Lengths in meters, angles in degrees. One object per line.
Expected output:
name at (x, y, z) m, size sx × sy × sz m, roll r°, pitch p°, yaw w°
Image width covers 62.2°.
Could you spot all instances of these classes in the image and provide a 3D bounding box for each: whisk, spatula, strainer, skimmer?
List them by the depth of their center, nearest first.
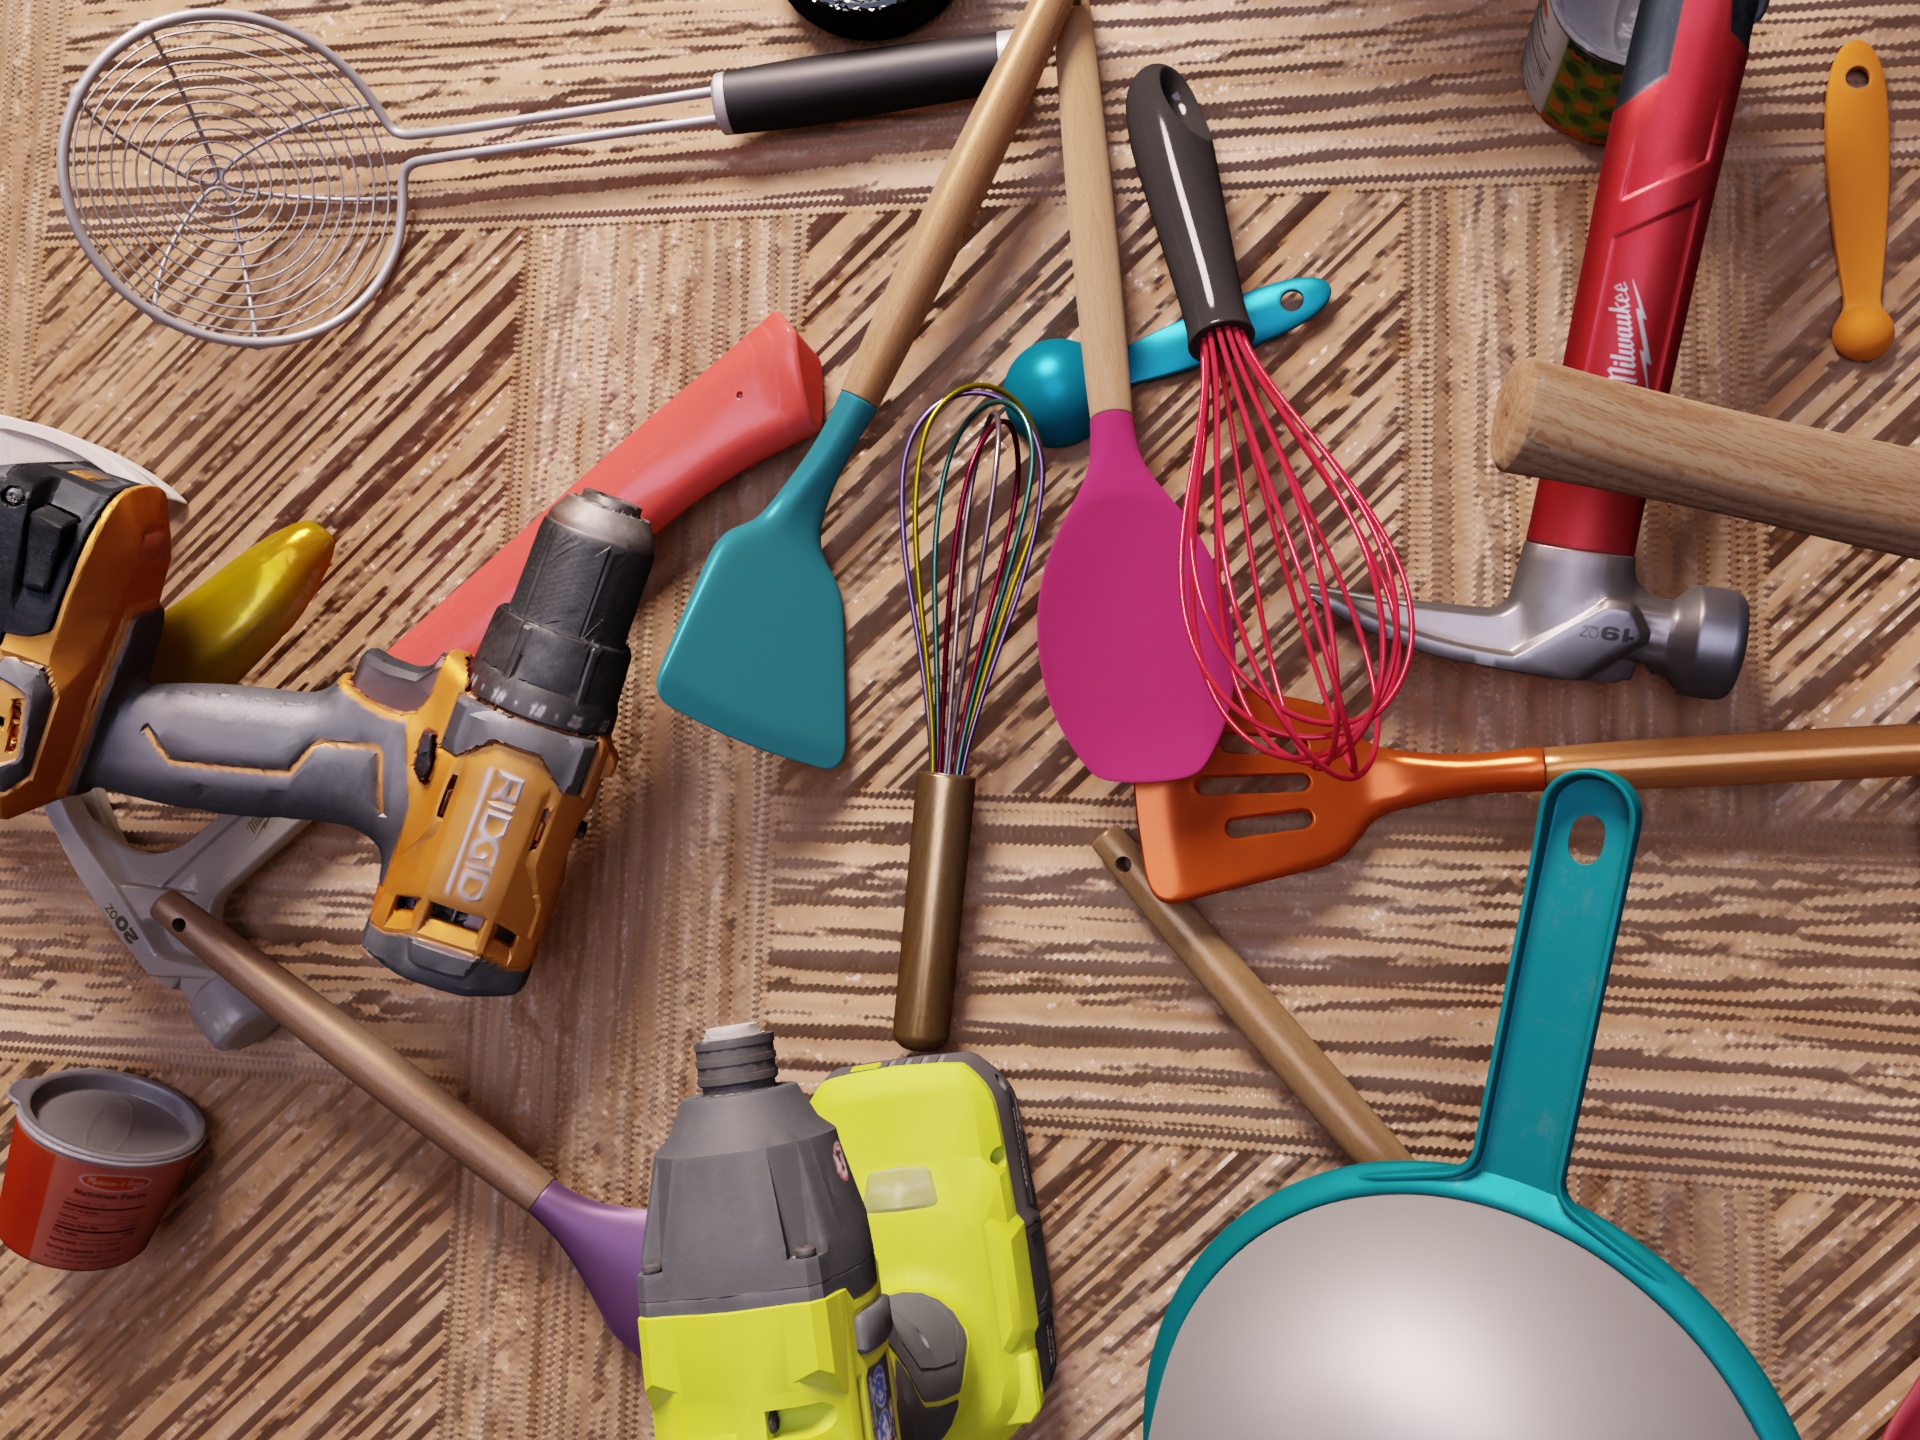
strainer at (0.143, 0.182, 0.457) m, size 0.211 × 0.095 × 0.340 m, roll 13°, pitch 97°, yaw 31°
spatula at (0.221, 0.015, 0.529) m, size 0.322 × 0.041 × 0.081 m, roll -4°, pitch 82°, yaw 16°
whisk at (0.093, -0.114, 0.543) m, size 0.073 × 0.073 × 0.296 m, roll -13°, pitch 64°, yaw 9°
whisk at (0.001, -0.002, 0.582) m, size 0.051 × 0.047 × 0.245 m, roll 6°, pitch 90°, yaw 35°
spatula at (-0.020, -0.140, 0.589) m, size 0.044 × 0.082 × 0.317 m, roll 27°, pitch 92°, yaw 56°
spatula at (-0.175, 0.160, 0.593) m, size 0.316 × 0.018 × 0.060 m, roll 35°, pitch 90°, yaw 4°
skimmer at (-0.156, -0.225, 0.613) m, size 0.363 × 0.090 × 0.127 m, roll -5°, pitch 116°, yaw 8°

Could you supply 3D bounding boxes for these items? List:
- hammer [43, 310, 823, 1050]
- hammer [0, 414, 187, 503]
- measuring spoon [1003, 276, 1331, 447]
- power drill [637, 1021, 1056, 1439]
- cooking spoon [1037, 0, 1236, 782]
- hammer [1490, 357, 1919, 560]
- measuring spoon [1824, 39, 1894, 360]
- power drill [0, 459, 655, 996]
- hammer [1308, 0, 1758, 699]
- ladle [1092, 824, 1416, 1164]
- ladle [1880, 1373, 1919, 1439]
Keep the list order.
hammer at (-0.202, -0.037, 0.629) m, size 0.359 × 0.036 × 0.149 m, roll -41°, pitch 78°, yaw 5°
hammer at (-0.445, 0.072, 0.665) m, size 0.146 × 0.038 × 0.411 m, roll 13°, pitch 87°, yaw 11°
measuring spoon at (0.075, -0.140, 0.591) m, size 0.128 × 0.021 × 0.042 m, roll -20°, pitch 80°, yaw 10°
power drill at (-0.030, 0.170, 0.474) m, size 0.080 × 0.223 × 0.171 m, roll -9°, pitch 82°, yaw 10°
cooking spoon at (0.053, -0.133, 0.577) m, size 0.068 × 0.017 × 0.319 m, roll -2°, pitch 75°, yaw -5°
hammer at (0.325, -0.055, 0.481) m, size 0.331 × 0.031 × 0.130 m, roll 12°, pitch 76°, yaw -1°
measuring spoon at (0.314, -0.183, 0.554) m, size 0.021 × 0.011 × 0.117 m, roll 1°, pitch 84°, yaw 11°
power drill at (-0.229, -0.021, 0.557) m, size 0.226 × 0.084 × 0.185 m, roll 21°, pitch 96°, yaw -11°
hammer at (0.213, -0.205, 0.506) m, size 0.143 × 0.038 × 0.386 m, roll 10°, pitch 104°, yaw 12°
ladle at (0.148, 0.159, 0.527) m, size 0.078 × 0.062 × 0.320 m, roll -44°, pitch 75°, yaw 14°
ladle at (0.323, 0.131, 0.510) m, size 0.069 × 0.031 × 0.315 m, roll 1°, pitch 82°, yaw 9°
